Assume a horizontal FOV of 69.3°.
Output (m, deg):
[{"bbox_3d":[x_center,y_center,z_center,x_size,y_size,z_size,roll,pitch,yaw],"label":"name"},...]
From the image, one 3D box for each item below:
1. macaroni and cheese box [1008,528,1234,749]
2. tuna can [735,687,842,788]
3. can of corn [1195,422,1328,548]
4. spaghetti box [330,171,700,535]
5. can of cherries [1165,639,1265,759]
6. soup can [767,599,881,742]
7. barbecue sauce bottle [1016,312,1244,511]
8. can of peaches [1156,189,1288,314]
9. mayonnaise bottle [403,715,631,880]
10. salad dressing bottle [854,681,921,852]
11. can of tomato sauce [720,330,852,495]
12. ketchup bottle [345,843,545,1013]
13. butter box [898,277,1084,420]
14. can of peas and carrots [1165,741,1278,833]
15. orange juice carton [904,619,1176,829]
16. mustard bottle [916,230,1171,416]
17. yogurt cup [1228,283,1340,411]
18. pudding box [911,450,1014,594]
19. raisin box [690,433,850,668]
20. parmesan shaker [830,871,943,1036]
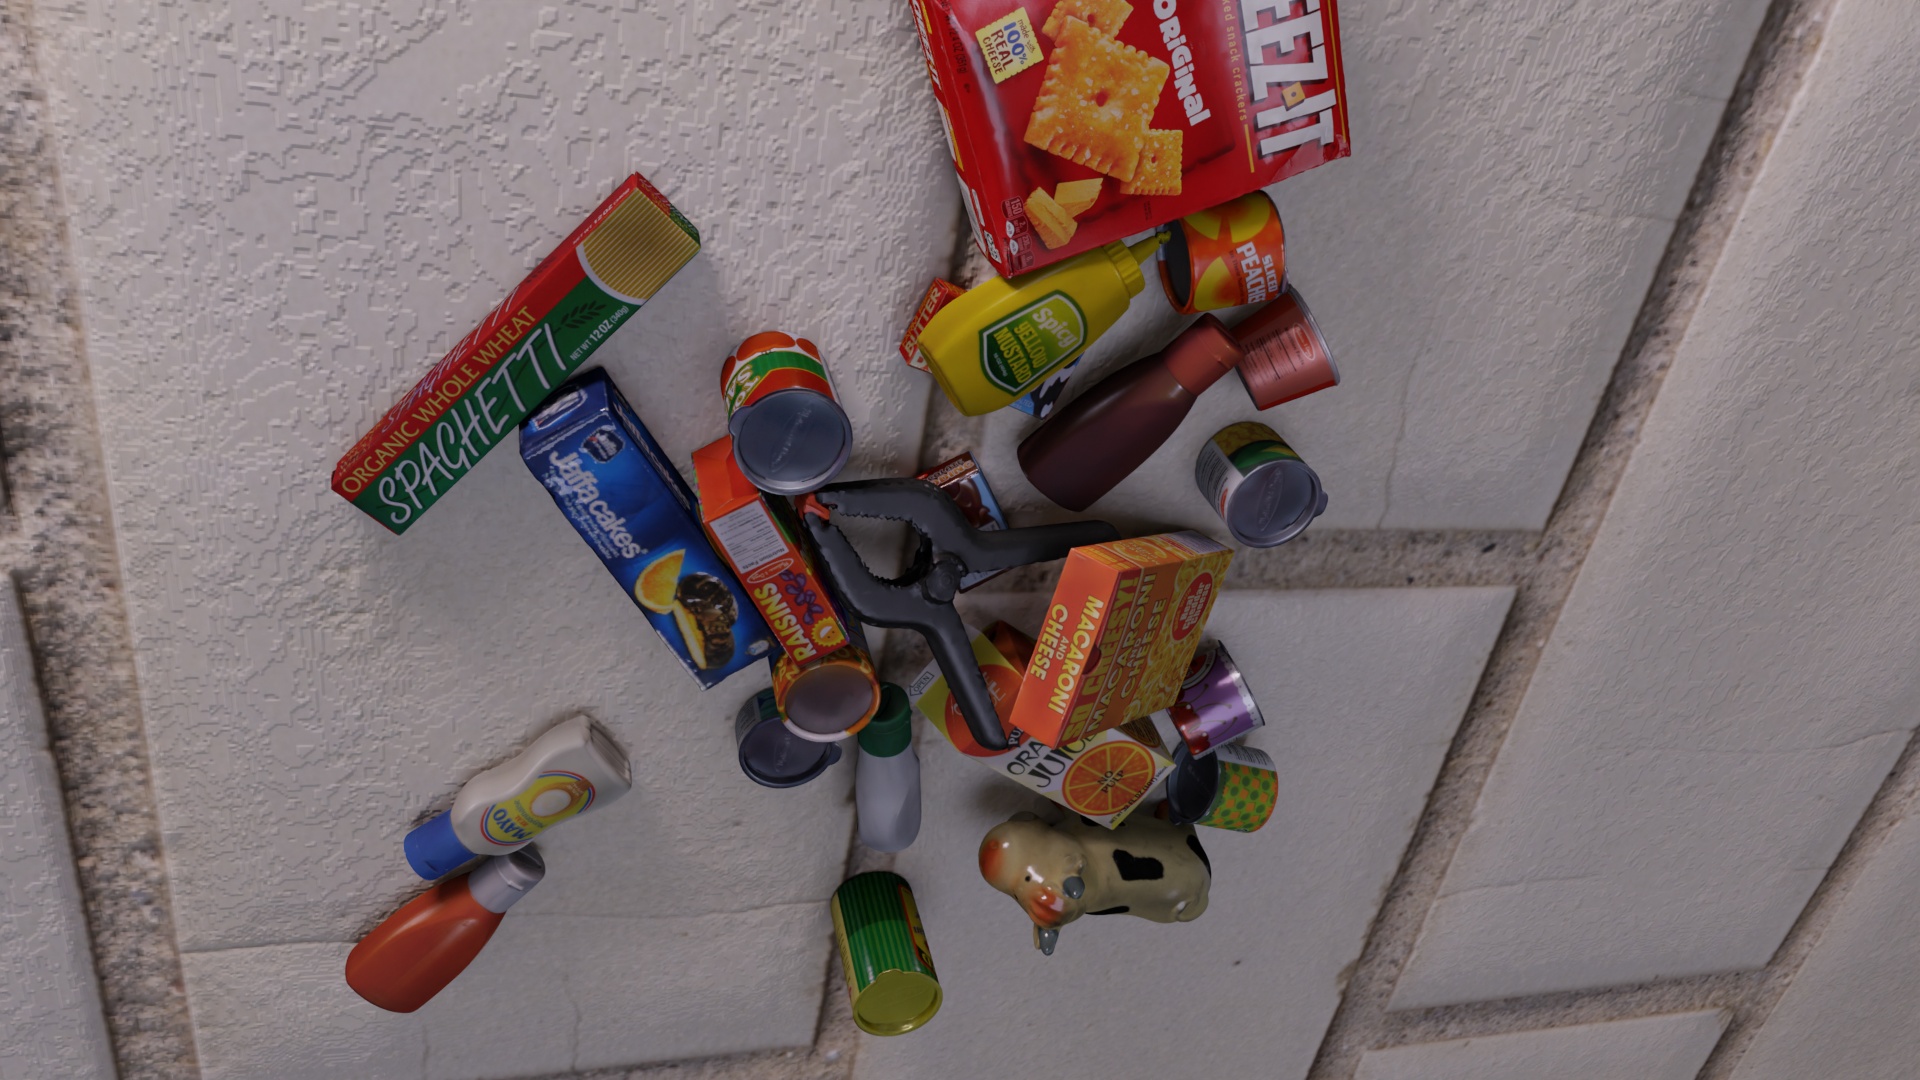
[{"bbox_3d":[0.109,0.060,0.904,0.167,0.040,0.123,-7,120,-56],"label":"macaroni and cheese box"},{"bbox_3d":[-0.118,0.135,0.954,0.071,0.033,0.070,-7,123,-11],"label":"tuna can"},{"bbox_3d":[0.199,-0.038,0.923,0.071,0.058,0.070,-7,123,-12],"label":"can of corn"},{"bbox_3d":[-0.249,-0.100,0.773,0.249,0.029,0.050,-41,122,10],"label":"spaghetti box"},{"bbox_3d":[0.179,0.116,1.010,0.058,0.072,0.071,-27,125,3],"label":"can of cherries"},{"bbox_3d":[-0.089,0.077,0.896,0.071,0.084,0.071,-7,122,-12],"label":"soup can"},{"bbox_3d":[0.108,-0.080,0.863,0.148,0.044,0.065,-40,134,23],"label":"barbecue sauce bottle"},{"bbox_3d":[0.154,-0.169,0.821,0.058,0.071,0.071,-11,123,-8],"label":"can of peaches"},{"bbox_3d":[-0.296,0.175,0.923,0.148,0.041,0.064,-30,126,3],"label":"mayonnaise bottle"},{"bbox_3d":[-0.051,0.157,0.958,0.044,0.064,0.146,11,135,11],"label":"salad dressing bottle"},{"bbox_3d":[-0.103,-0.075,0.797,0.071,0.083,0.070,-7,123,-11],"label":"can of tomato sauce"},{"bbox_3d":[-0.352,0.265,0.961,0.148,0.044,0.064,-40,124,10],"label":"ketchup bottle"},{"bbox_3d":[0.019,-0.115,0.843,0.103,0.024,0.053,20,113,-26],"label":"butter box"},{"bbox_3d":[0.198,0.189,1.059,0.059,0.071,0.070,14,116,-24],"label":"can of peas and carrots"},{"bbox_3d":[0.053,0.122,0.972,0.192,0.073,0.071,31,109,-29],"label":"orange juice carton"},{"bbox_3d":[0.055,-0.135,0.798,0.160,0.049,0.065,-34,125,-1],"label":"mustard bottle"},{"bbox_3d":[0.200,-0.117,0.872,0.054,0.073,0.072,-26,125,11],"label":"yogurt cup"},{"bbox_3d":[0.003,-0.011,0.900,0.049,0.030,0.083,-26,124,3],"label":"pudding box"},{"bbox_3d":[-0.114,0.004,0.842,0.040,0.086,0.123,-26,125,0],"label":"raisin box"},{"bbox_3d":[-0.057,0.304,1.035,0.071,0.103,0.071,-8,123,-12],"label":"parmesan shaker"}]
